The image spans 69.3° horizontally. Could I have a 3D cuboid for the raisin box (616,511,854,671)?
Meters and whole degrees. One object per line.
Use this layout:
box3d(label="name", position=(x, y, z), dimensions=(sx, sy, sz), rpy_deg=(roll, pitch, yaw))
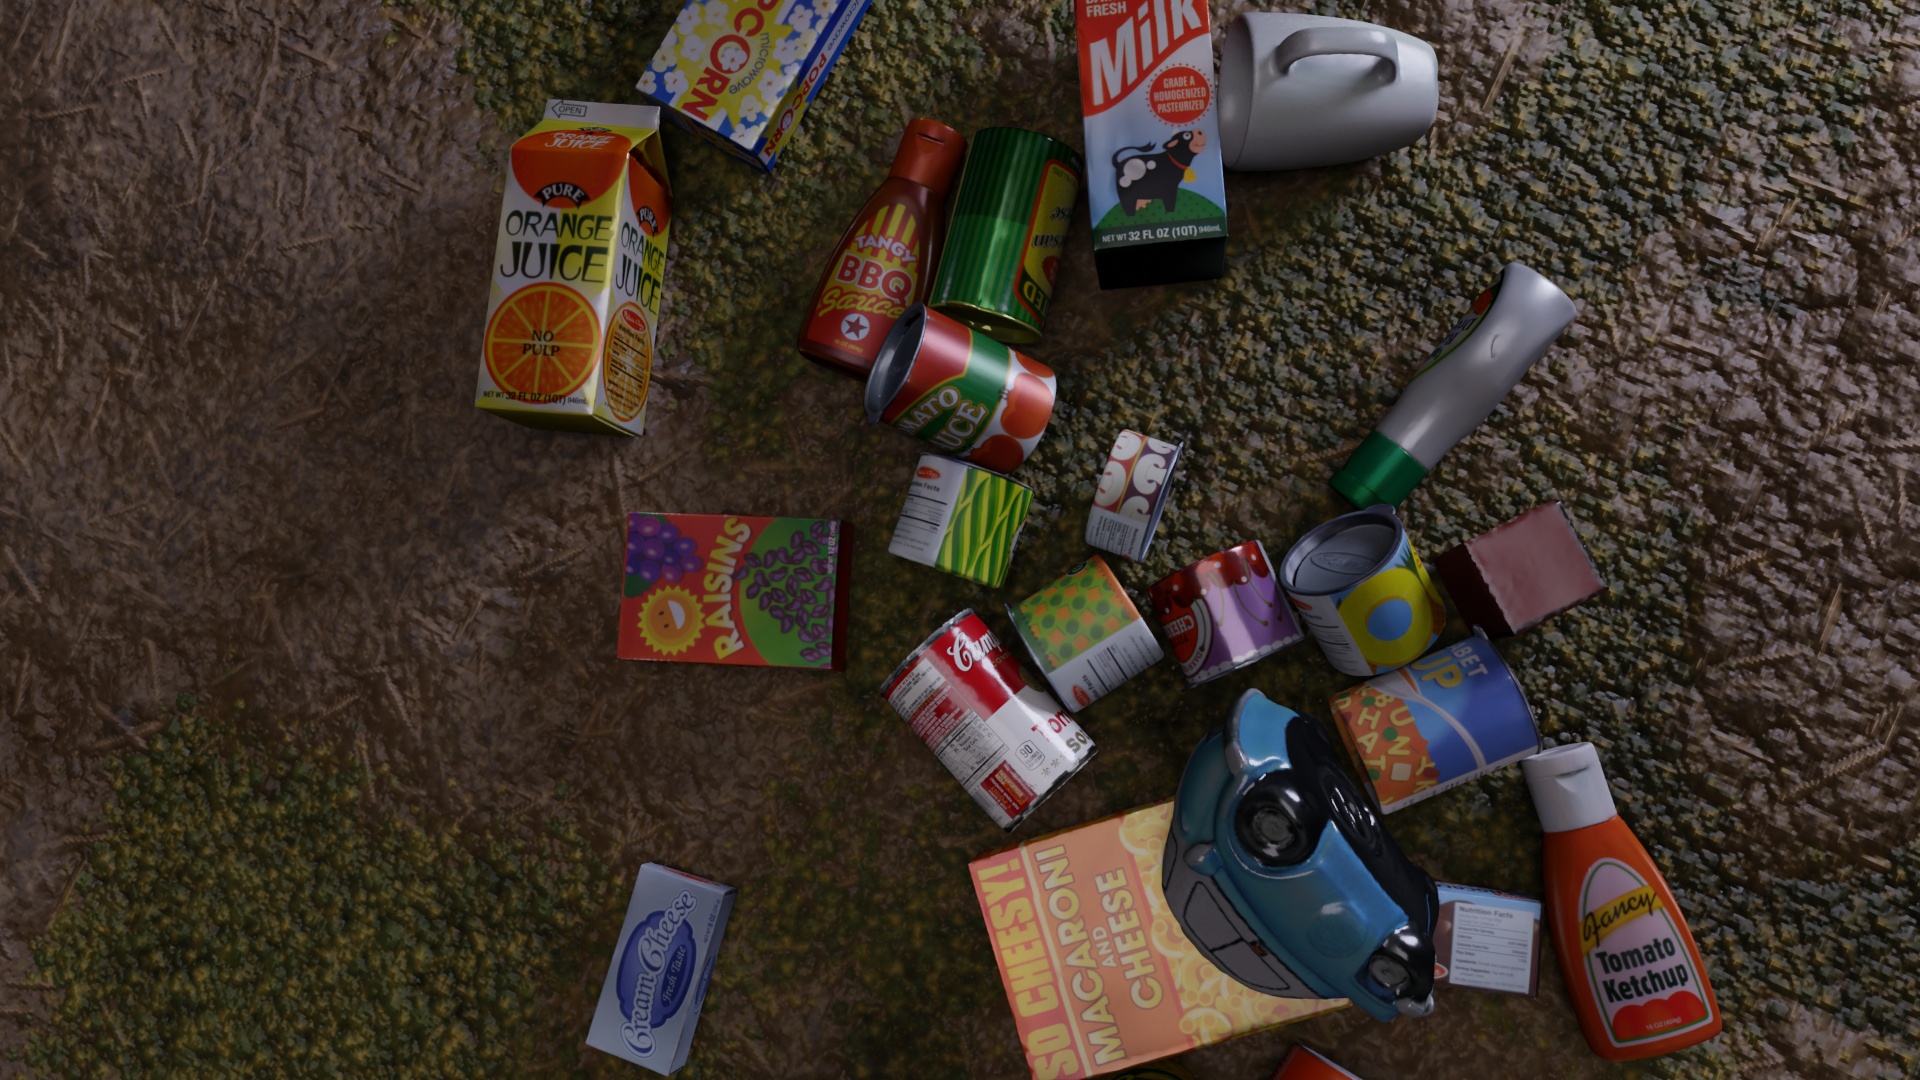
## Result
box3d(label="raisin box", position=(-0.126, 0.028, 0.781), dimensions=(0.123, 0.040, 0.086), rpy_deg=(2, 85, 7))

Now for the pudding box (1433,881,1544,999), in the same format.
box3d(label="pudding box", position=(0.250, 0.201, 0.710), dimensions=(0.084, 0.030, 0.049), rpy_deg=(5, 85, 9))

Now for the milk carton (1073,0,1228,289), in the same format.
box3d(label="milk carton", position=(0.103, -0.242, 0.762), dimensions=(0.072, 0.073, 0.190), rpy_deg=(-5, 82, 8))

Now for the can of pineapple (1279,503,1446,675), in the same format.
box3d(label="can of pineapple", position=(0.207, 0.026, 0.709), dimensions=(0.071, 0.071, 0.057), rpy_deg=(-33, 113, 4))

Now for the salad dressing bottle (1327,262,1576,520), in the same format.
box3d(label="salad dressing bottle", position=(0.255, -0.075, 0.728), dimensions=(0.044, 0.064, 0.147), rpy_deg=(40, 98, 5))

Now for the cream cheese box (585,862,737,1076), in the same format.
box3d(label="cream cheese box", position=(-0.166, 0.236, 0.770), dimensions=(0.053, 0.024, 0.104), rpy_deg=(15, 86, 11))

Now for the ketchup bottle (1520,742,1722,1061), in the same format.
box3d(label="ketchup bottle", position=(0.323, 0.177, 0.695), dimensions=(0.065, 0.043, 0.149), rpy_deg=(-17, 81, 5))

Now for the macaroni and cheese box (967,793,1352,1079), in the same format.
box3d(label="macaroni and cheese box", position=(0.102, 0.202, 0.726), dimensions=(0.166, 0.040, 0.124), rpy_deg=(-18, 81, 5))

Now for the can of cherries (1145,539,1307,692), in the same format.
box3d(label="can of cherries", position=(0.136, 0.039, 0.726), dimensions=(0.071, 0.071, 0.058), rpy_deg=(-24, 81, 5))

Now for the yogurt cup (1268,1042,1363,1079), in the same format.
box3d(label="yogurt cup", position=(0.180, 0.289, 0.694), dimensions=(0.072, 0.072, 0.054), rpy_deg=(28, 81, 10))

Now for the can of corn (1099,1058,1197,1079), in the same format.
box3d(label="can of corn", position=(0.094, 0.301, 0.707), dimensions=(0.071, 0.058, 0.071), rpy_deg=(-1, 84, 8))

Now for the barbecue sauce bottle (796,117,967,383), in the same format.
box3d(label="barbecue sauce bottle", position=(-0.039, -0.164, 0.788), dimensions=(0.065, 0.043, 0.148), rpy_deg=(21, 86, 5))

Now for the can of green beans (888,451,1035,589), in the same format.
box3d(label="can of green beans", position=(0.001, -0.010, 0.753), dimensions=(0.071, 0.071, 0.058), rpy_deg=(18, 88, 10))

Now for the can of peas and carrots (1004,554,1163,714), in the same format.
box3d(label="can of peas and carrots", position=(0.065, 0.047, 0.738), dimensions=(0.059, 0.071, 0.071), rpy_deg=(-33, 80, 3))

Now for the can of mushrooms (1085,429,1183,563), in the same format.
box3d(label="can of mushrooms", position=(0.093, -0.026, 0.742), dimensions=(0.033, 0.071, 0.071), rpy_deg=(19, 87, 11))

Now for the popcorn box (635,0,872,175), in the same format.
box3d(label="popcorn box", position=(-0.120, -0.293, 0.818), dimensions=(0.085, 0.038, 0.126), rpy_deg=(31, 89, 10))

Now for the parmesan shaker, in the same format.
box3d(label="parmesan shaker", position=(0.025, -0.168, 0.765), dimensions=(0.071, 0.071, 0.103), rpy_deg=(13, 86, 10))

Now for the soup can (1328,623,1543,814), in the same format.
box3d(label="soup can", position=(0.238, 0.091, 0.706), dimensions=(0.084, 0.071, 0.071), rpy_deg=(-24, 81, 6))

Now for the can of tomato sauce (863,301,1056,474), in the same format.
box3d(label="can of tomato sauce", position=(-0.001, -0.079, 0.745), dimensions=(0.083, 0.071, 0.071), rpy_deg=(23, 87, -22))

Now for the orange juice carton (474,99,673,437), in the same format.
box3d(label="orange juice carton", position=(-0.218, -0.161, 0.800), dimensions=(0.072, 0.073, 0.193), rpy_deg=(5, 84, 9))
